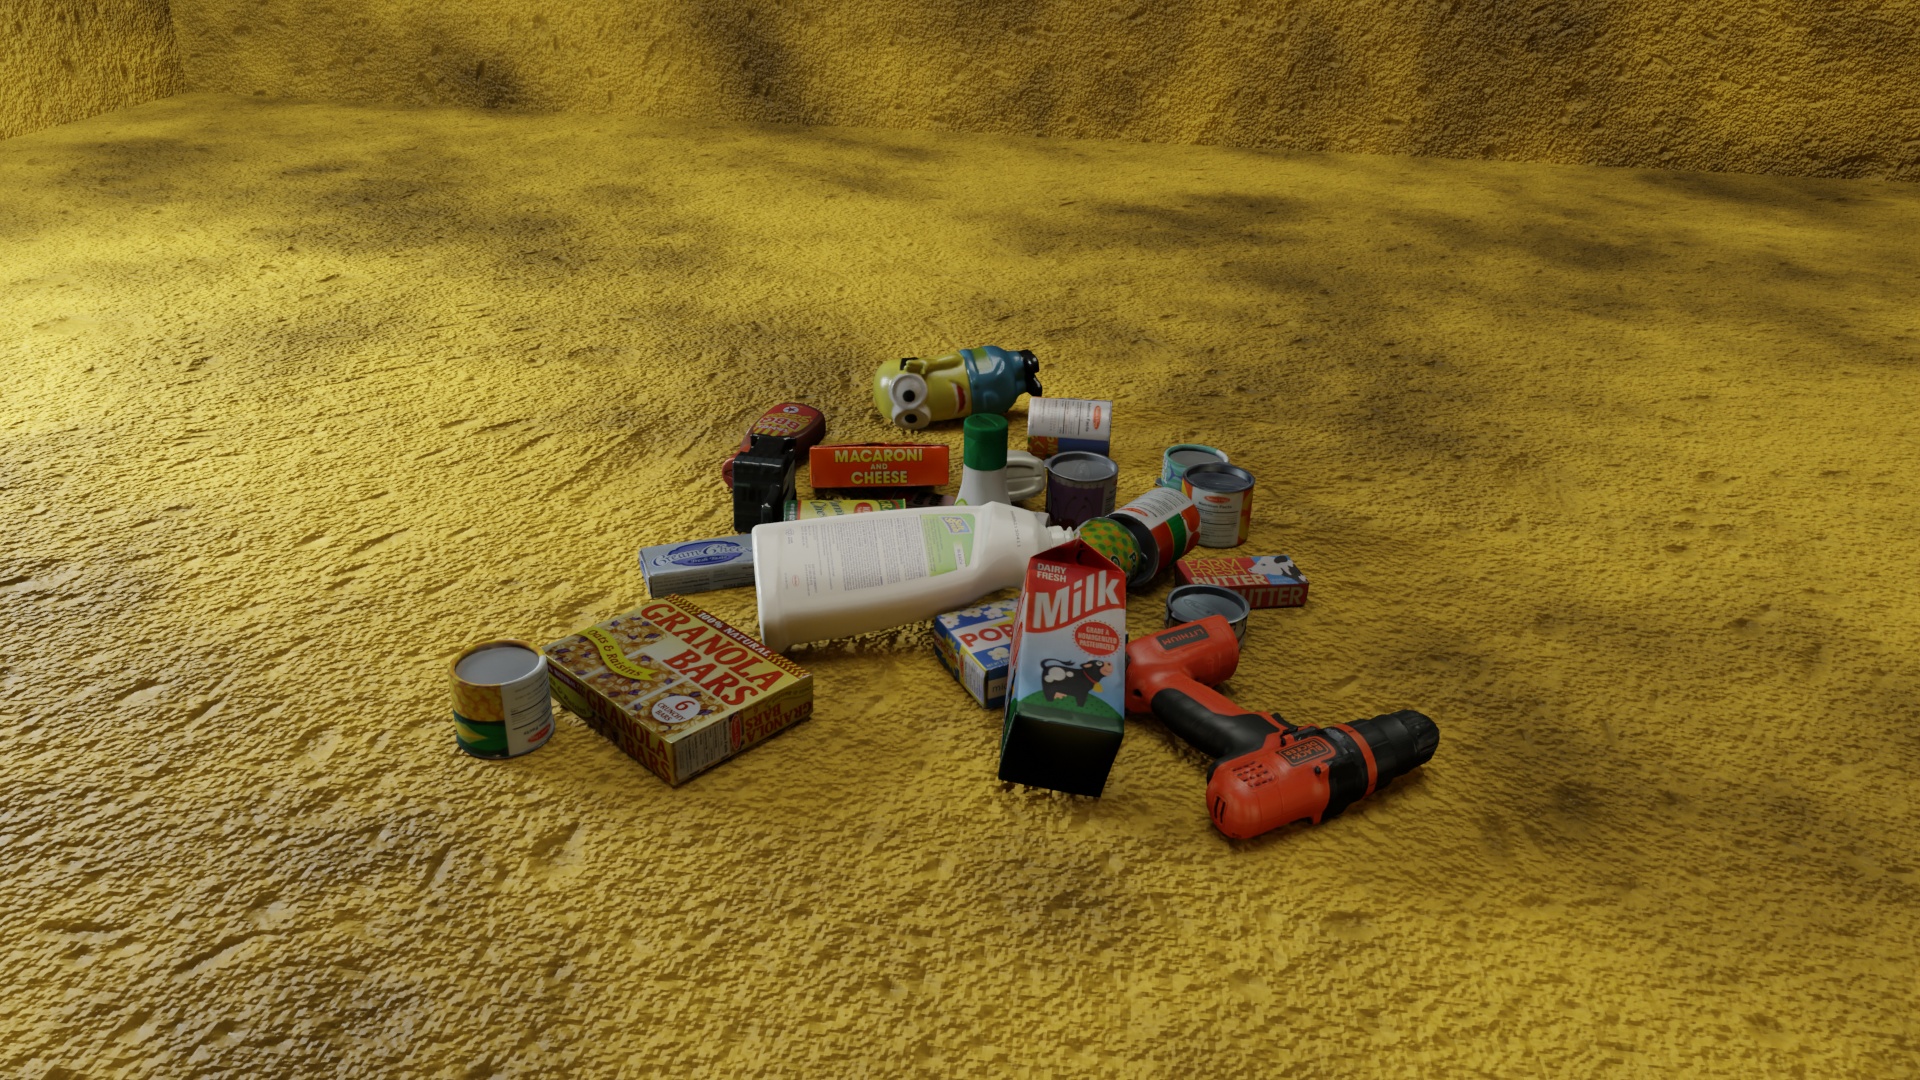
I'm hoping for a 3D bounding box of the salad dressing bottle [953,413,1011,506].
[{"bbox_3d":[0.019,-0.033,1.168,0.044,0.147,0.064,-15,31,-30],"label":"salad dressing bottle"}]

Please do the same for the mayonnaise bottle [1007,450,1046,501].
[{"bbox_3d":[0.043,-0.064,1.303,0.065,0.041,0.148,-6,7,-1],"label":"mayonnaise bottle"}]

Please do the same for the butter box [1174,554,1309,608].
[{"bbox_3d":[0.238,0.036,1.184,0.104,0.024,0.053,-3,26,-10],"label":"butter box"}]

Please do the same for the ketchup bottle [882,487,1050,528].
[{"bbox_3d":[0.004,-0.016,1.249,0.149,0.043,0.065,8,18,11],"label":"ketchup bottle"}]

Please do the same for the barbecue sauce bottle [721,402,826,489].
[{"bbox_3d":[-0.190,-0.093,1.389,0.065,0.043,0.149,10,28,15],"label":"barbecue sauce bottle"}]

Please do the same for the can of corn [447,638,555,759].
[{"bbox_3d":[-0.321,0.108,0.964,0.071,0.058,0.071,2,26,-1],"label":"can of corn"}]

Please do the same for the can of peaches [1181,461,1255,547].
[{"bbox_3d":[0.237,-0.034,1.285,0.071,0.057,0.071,1,26,0],"label":"can of peaches"}]

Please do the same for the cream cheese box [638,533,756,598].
[{"bbox_3d":[-0.217,0.021,1.182,0.104,0.024,0.053,-8,28,-19],"label":"cream cheese box"}]

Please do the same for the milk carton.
[{"bbox_3d":[0.074,0.078,0.975,0.073,0.072,0.191,10,42,-2],"label":"milk carton"}]

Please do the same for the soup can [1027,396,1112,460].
[{"bbox_3d":[0.112,-0.112,1.427,0.084,0.071,0.072,4,27,5],"label":"soup can"}]

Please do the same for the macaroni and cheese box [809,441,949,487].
[{"bbox_3d":[-0.078,-0.071,1.290,0.124,0.040,0.166,-1,4,-5],"label":"macaroni and cheese box"}]

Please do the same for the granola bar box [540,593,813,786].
[{"bbox_3d":[-0.206,0.103,1.004,0.166,0.039,0.125,24,35,37],"label":"granola bar box"}]

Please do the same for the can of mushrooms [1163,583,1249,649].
[{"bbox_3d":[0.195,0.065,1.114,0.071,0.033,0.071,2,27,-1],"label":"can of mushrooms"}]

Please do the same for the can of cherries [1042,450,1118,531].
[{"bbox_3d":[0.110,-0.044,1.297,0.071,0.058,0.072,1,28,-1],"label":"can of cherries"}]

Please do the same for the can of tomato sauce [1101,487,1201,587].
[{"bbox_3d":[0.162,-0.002,1.208,0.071,0.071,0.083,19,28,31],"label":"can of tomato sauce"}]

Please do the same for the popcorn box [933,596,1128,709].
[{"bbox_3d":[0.054,0.080,1.067,0.127,0.038,0.085,-11,30,-25],"label":"popcorn box"}]

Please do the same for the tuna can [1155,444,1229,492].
[{"bbox_3d":[0.231,-0.070,1.383,0.071,0.032,0.071,2,27,-1],"label":"tuna can"}]

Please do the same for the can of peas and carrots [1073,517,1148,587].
[{"bbox_3d":[0.112,0.023,1.156,0.071,0.070,0.059,16,31,26],"label":"can of peas and carrots"}]

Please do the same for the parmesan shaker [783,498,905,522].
[{"bbox_3d":[-0.098,0.000,1.188,0.103,0.071,0.071,-1,27,-5],"label":"parmesan shaker"}]
